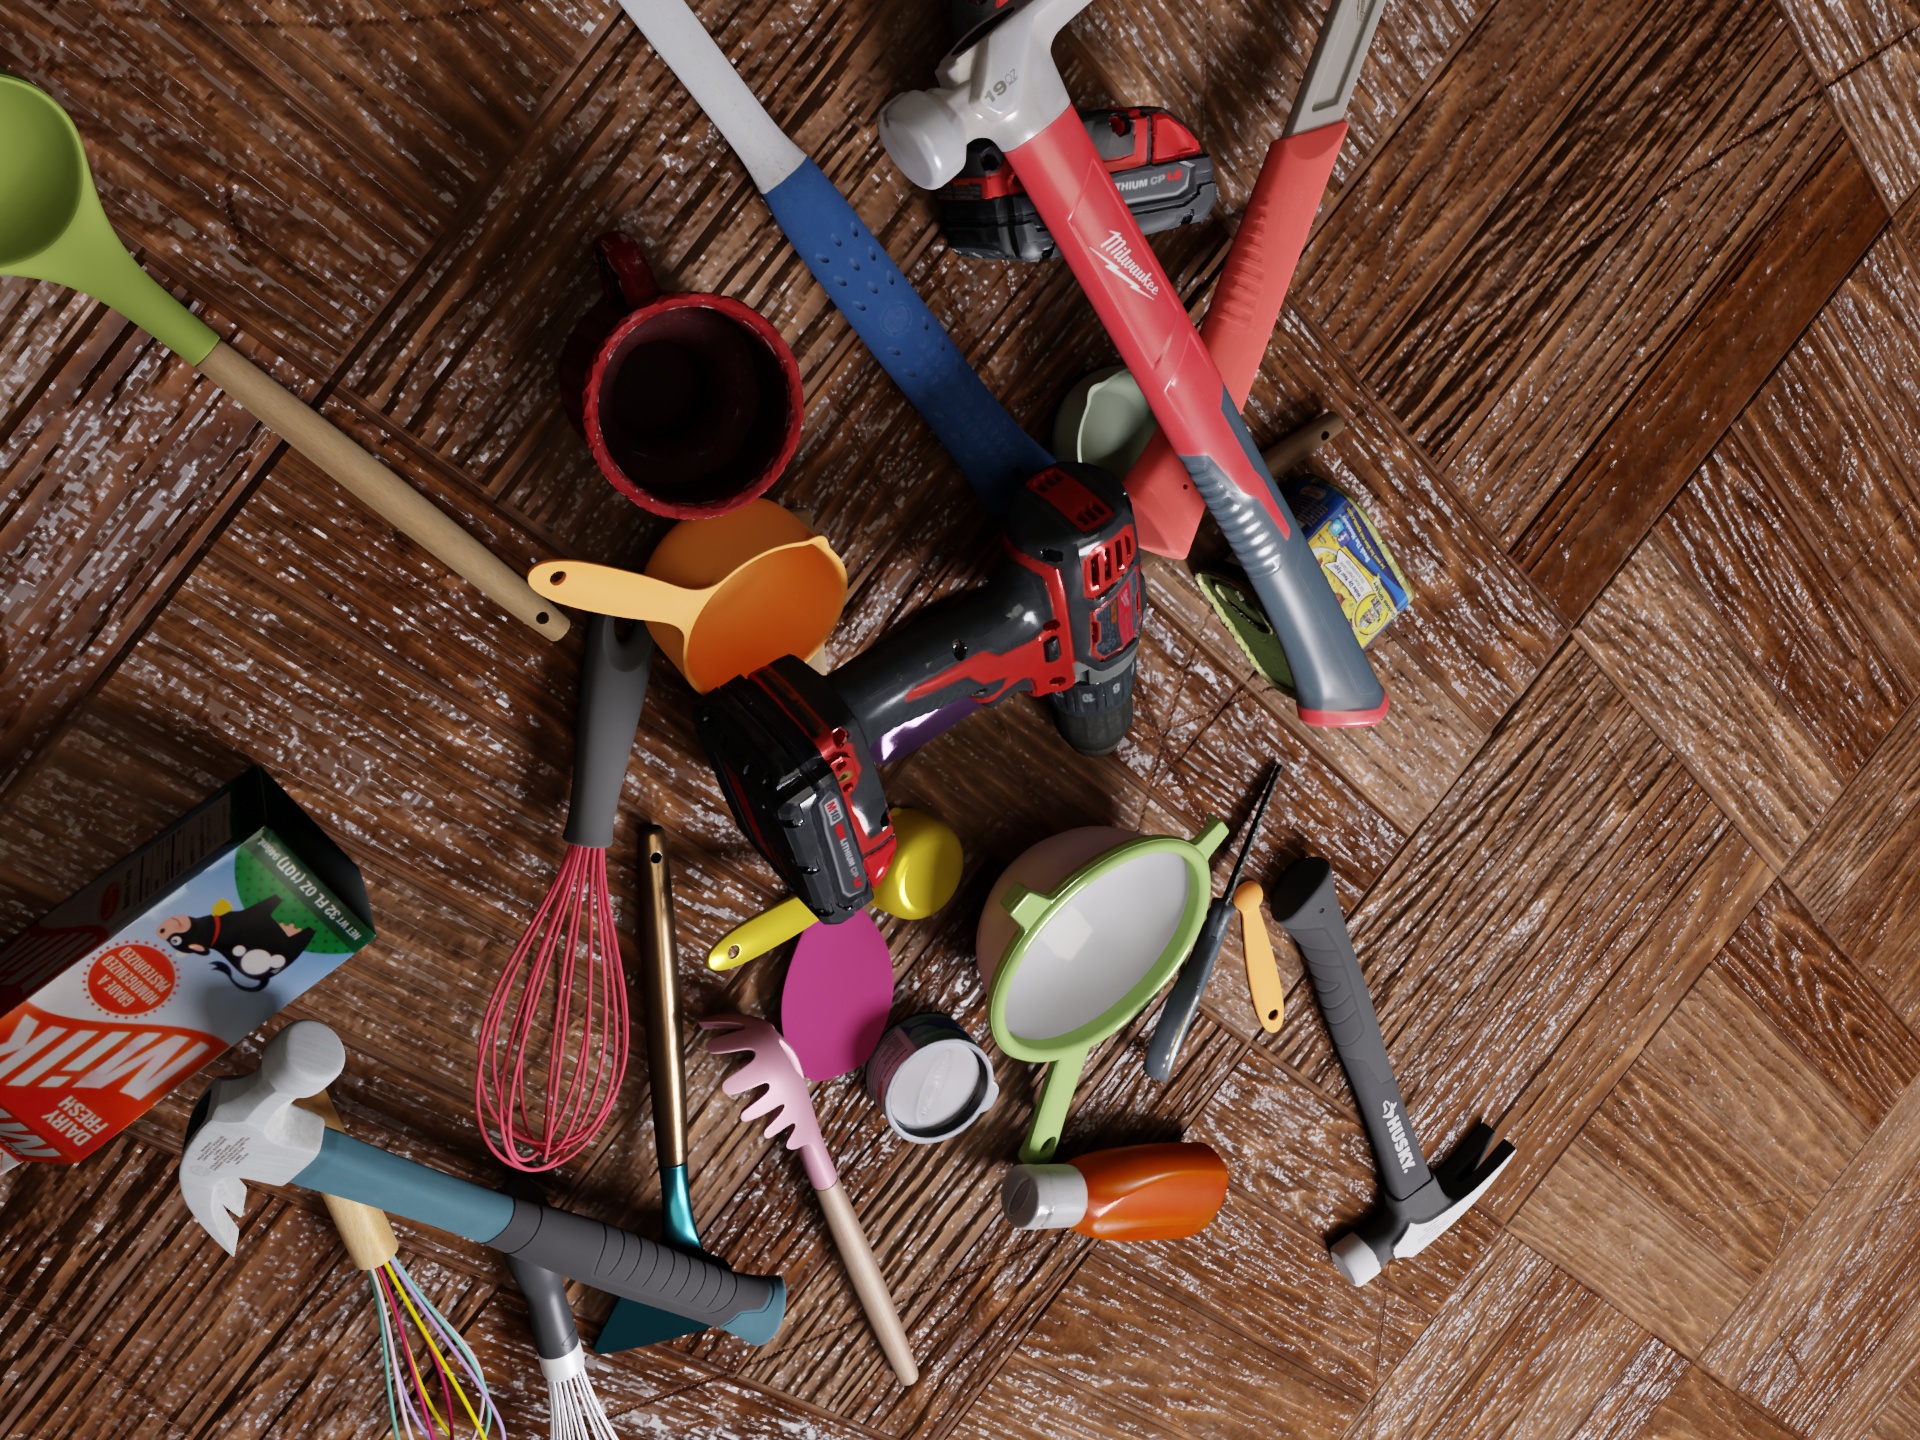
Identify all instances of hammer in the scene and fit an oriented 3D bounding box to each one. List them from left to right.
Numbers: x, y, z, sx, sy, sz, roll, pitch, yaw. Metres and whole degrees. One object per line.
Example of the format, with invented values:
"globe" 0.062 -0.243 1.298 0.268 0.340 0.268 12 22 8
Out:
"hammer" -0.209 0.241 0.757 0.128 0.033 0.330 -39 128 21
"hammer" -0.088 -0.241 0.688 0.144 0.035 0.405 -44 122 -5
"hammer" 0.120 -0.149 0.727 0.143 0.038 0.386 -42 120 -9
"hammer" 0.165 -0.249 0.782 0.149 0.037 0.359 19 91 -31
"hammer" 0.272 0.223 1.044 0.146 0.035 0.334 -31 119 -12

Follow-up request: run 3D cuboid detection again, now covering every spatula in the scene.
"spatula" -0.157 0.202 0.833 0.082 0.044 0.317 -7 107 -23
"spatula" 0.076 -0.080 0.841 0.316 0.018 0.059 -33 121 -10

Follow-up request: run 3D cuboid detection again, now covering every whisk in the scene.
"whisk" -0.286 0.283 0.792 0.051 0.047 0.244 -21 113 -16
"whisk" -0.207 0.367 0.855 0.070 0.070 0.284 -15 110 -21
"whisk" -0.180 0.076 0.755 0.073 0.073 0.296 7 99 -28

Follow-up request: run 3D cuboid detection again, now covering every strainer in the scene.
"strainer" 0.052 0.151 0.900 0.151 0.069 0.256 -16 134 -33

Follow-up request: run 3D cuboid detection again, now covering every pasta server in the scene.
"pasta server" -0.076 0.278 0.889 0.040 0.060 0.316 -23 123 -10

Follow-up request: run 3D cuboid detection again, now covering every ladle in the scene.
"ladle" -0.275 -0.125 0.630 0.078 0.062 0.319 -47 125 0

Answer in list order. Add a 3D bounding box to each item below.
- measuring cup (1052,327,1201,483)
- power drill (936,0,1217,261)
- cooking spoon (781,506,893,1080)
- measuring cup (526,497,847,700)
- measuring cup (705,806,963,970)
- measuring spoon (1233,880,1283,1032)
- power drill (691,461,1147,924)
"measuring cup" 0.107 -0.178 0.811 0.083 0.038 0.167 39 80 -30
"power drill" 0.042 -0.324 0.699 0.143 0.079 0.219 -19 114 -19
"cooking spoon" -0.072 0.047 0.816 0.068 0.017 0.318 -15 116 -29
"measuring cup" -0.126 -0.062 0.686 0.173 0.052 0.095 9 121 -53
"measuring cup" -0.059 0.094 0.806 0.156 0.029 0.062 -25 120 -38
"measuring spoon" 0.188 0.149 0.987 0.021 0.011 0.116 -24 118 -16
"power drill" -0.001 -0.002 0.771 0.227 0.080 0.187 -35 145 -17
